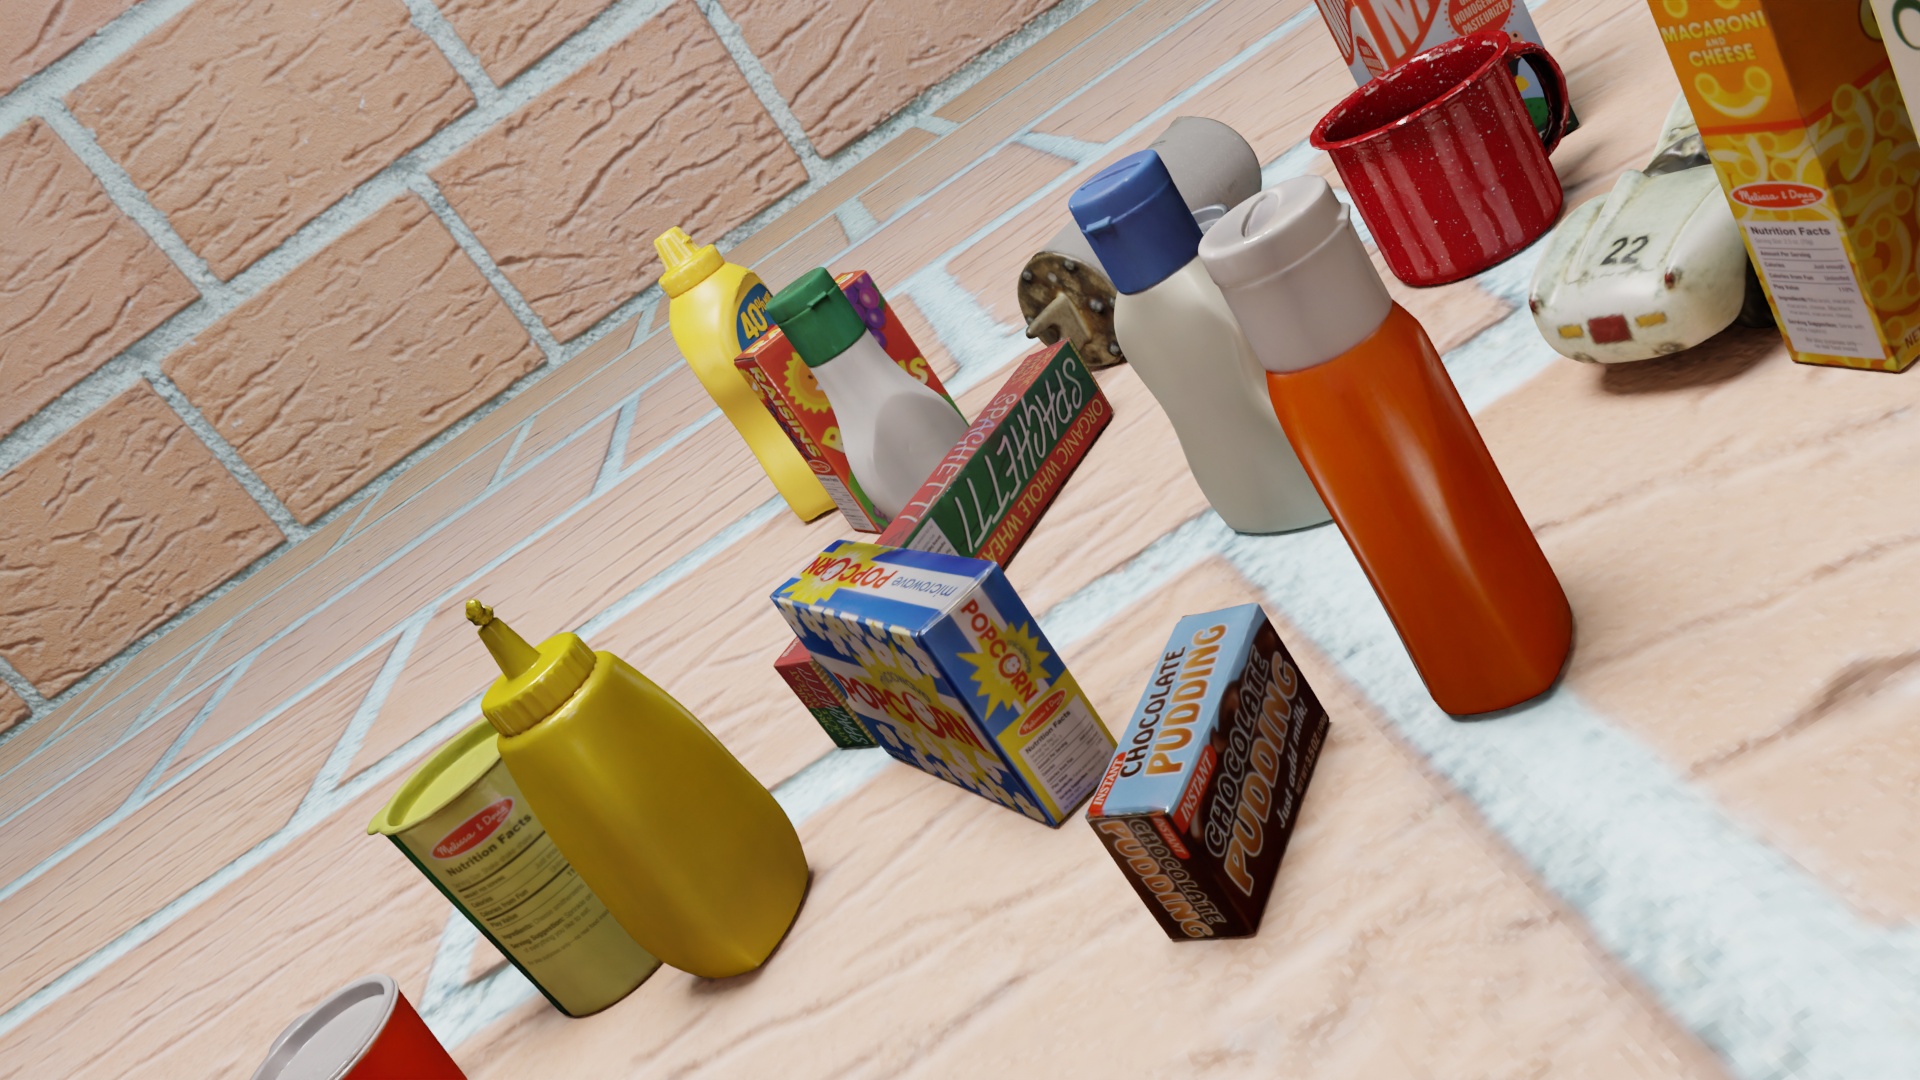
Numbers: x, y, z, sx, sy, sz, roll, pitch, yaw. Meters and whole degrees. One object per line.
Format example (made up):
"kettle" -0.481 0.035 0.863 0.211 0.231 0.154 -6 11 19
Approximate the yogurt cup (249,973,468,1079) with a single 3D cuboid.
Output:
"yogurt cup" -0.220 0.204 0.512 0.072 0.054 0.073 -30 21 13

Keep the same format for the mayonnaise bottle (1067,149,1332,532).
"mayonnaise bottle" 0.092 -0.070 0.508 0.064 0.147 0.041 -10 32 49

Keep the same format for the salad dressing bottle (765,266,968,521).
"salad dressing bottle" -0.042 -0.070 0.712 0.064 0.147 0.044 -41 21 -17

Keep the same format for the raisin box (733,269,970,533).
"raisin box" -0.057 -0.078 0.786 0.086 0.123 0.040 -42 21 -19

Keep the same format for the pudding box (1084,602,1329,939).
"pudding box" 0.071 0.062 0.388 0.030 0.049 0.084 -17 27 40

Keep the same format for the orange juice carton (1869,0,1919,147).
"orange juice carton" 0.266 -0.130 0.313 0.072 0.192 0.073 -37 20 -5

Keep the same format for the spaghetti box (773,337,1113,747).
"spaghetti box" 0.002 -0.008 0.647 0.028 0.050 0.251 -15 28 43

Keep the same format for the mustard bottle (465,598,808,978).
"mustard bottle" -0.117 0.079 0.477 0.048 0.160 0.066 -21 24 33

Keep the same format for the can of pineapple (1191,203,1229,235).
"can of pineapple" 0.124 -0.135 0.730 0.071 0.057 0.071 -30 21 13

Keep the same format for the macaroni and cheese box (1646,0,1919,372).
"macaroni and cheese box" 0.268 -0.152 0.395 0.124 0.166 0.040 -38 20 -8

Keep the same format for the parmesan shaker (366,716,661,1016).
"parmesan shaker" -0.162 0.124 0.530 0.071 0.103 0.071 -30 21 13

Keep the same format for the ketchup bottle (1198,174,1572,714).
"ketchup bottle" 0.115 -0.026 0.374 0.043 0.148 0.065 -22 24 31

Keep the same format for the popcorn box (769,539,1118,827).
"popcorn box" -0.009 0.046 0.494 0.038 0.085 0.126 -43 22 -20

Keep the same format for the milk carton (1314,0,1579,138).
"milk carton" 0.224 -0.273 0.693 0.072 0.190 0.074 -31 20 10
